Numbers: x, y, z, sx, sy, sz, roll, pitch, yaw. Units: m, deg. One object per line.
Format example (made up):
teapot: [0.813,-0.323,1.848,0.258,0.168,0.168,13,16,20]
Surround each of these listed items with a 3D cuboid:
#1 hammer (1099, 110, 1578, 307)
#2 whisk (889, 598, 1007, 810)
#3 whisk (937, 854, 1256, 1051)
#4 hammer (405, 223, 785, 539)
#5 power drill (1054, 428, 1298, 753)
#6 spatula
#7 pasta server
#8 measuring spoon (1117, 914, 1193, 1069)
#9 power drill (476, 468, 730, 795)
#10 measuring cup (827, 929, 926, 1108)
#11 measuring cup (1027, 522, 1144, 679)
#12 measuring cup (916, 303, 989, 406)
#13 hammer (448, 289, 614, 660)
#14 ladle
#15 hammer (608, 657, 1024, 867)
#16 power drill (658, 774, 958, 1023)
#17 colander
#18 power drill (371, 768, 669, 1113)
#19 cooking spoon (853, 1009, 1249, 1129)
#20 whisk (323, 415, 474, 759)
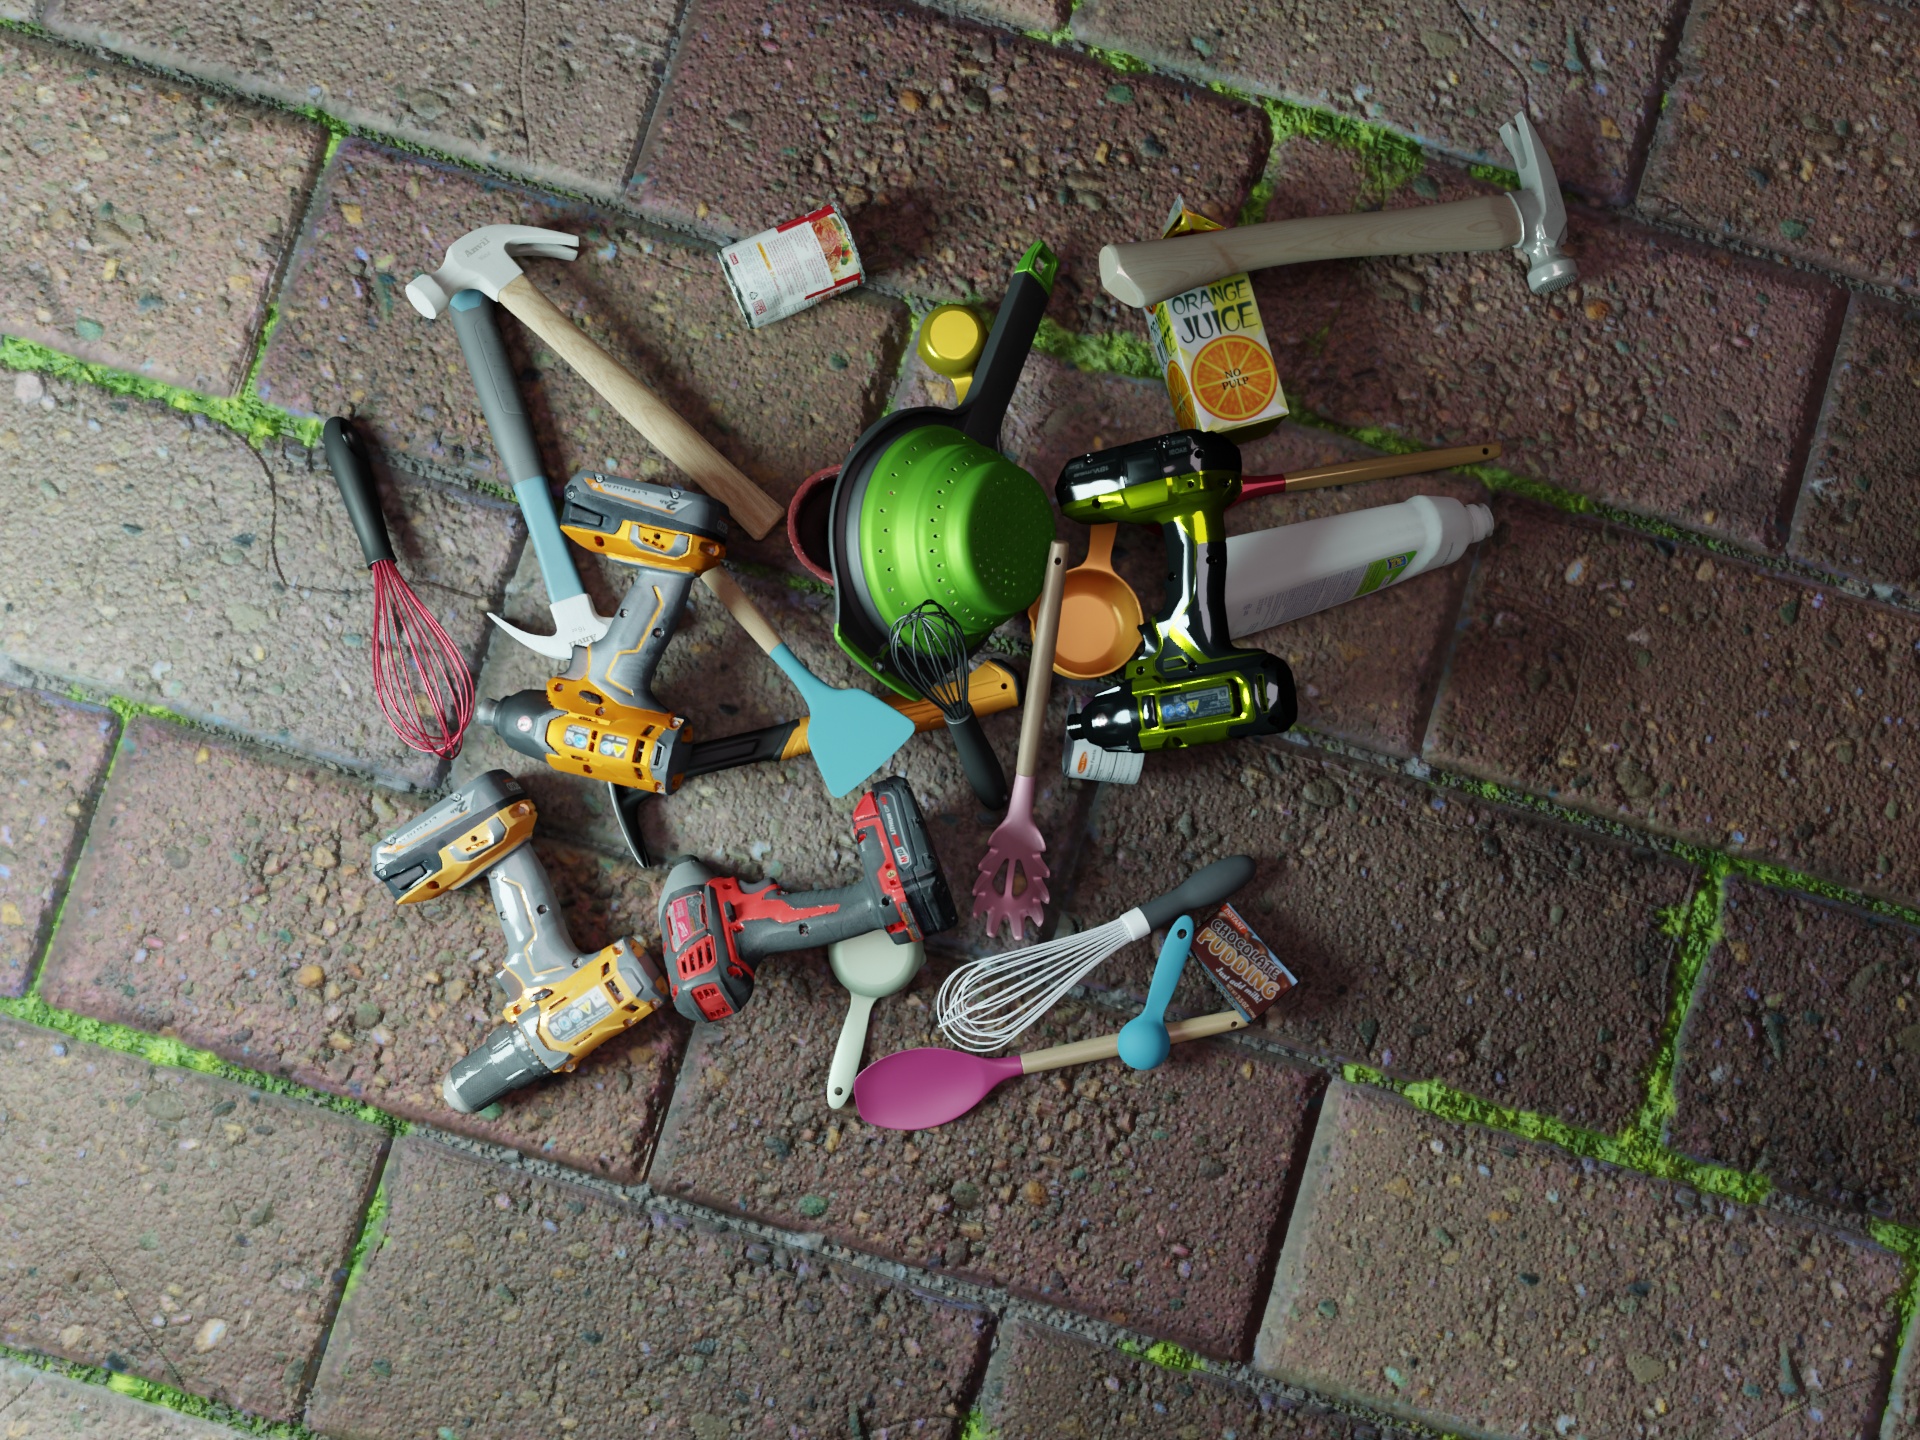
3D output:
hammer: [0.298,-0.390,1.254,0.410,0.038,0.146,-12,85,-18]
whisk: [-0.001,-0.003,1.189,0.055,0.238,0.055,-10,50,12]
whisk: [0.109,0.175,1.251,0.284,0.070,0.070,-26,87,-9]
hammer: [-0.271,-0.268,1.268,0.331,0.031,0.130,42,64,-4]
power drill: [0.146,-0.089,1.178,0.171,0.080,0.223,-10,85,27]
spatula: [-0.161,-0.078,1.243,0.082,0.044,0.318,-42,78,1]
pasta server: [0.054,0.018,1.215,0.060,0.040,0.316,7,110,-2]
measuring spoon: [0.158,0.214,1.237,0.042,0.021,0.128,17,96,-6]
power drill: [-0.271,-0.069,1.210,0.164,0.084,0.226,12,91,3]
measuring cup: [-0.078,0.224,1.246,0.083,0.038,0.167,15,83,-1]
measuring cup: [0.106,-0.116,1.272,0.095,0.052,0.174,10,84,-1]
measuring cup: [0.007,-0.263,1.289,0.062,0.029,0.156,-14,85,-3]
hammer: [-0.348,-0.204,1.274,0.128,0.033,0.331,-19,86,-4]
ladle: [0.288,-0.199,1.296,0.315,0.031,0.069,-9,92,-4]
hammer: [-0.112,0.018,1.264,0.337,0.034,0.127,-14,86,-3]
power drill: [-0.125,0.132,1.216,0.219,0.078,0.143,-21,46,-1]
colander: [0.032,-0.208,1.217,0.204,0.094,0.397,38,65,-42]
power drill: [-0.360,0.175,1.225,0.185,0.084,0.226,-34,92,-2]
cooking spoon: [0.074,0.267,1.258,0.319,0.017,0.068,-11,103,-3]
whisk: [-0.450,-0.105,1.253,0.073,0.073,0.296,-21,82,-3]
